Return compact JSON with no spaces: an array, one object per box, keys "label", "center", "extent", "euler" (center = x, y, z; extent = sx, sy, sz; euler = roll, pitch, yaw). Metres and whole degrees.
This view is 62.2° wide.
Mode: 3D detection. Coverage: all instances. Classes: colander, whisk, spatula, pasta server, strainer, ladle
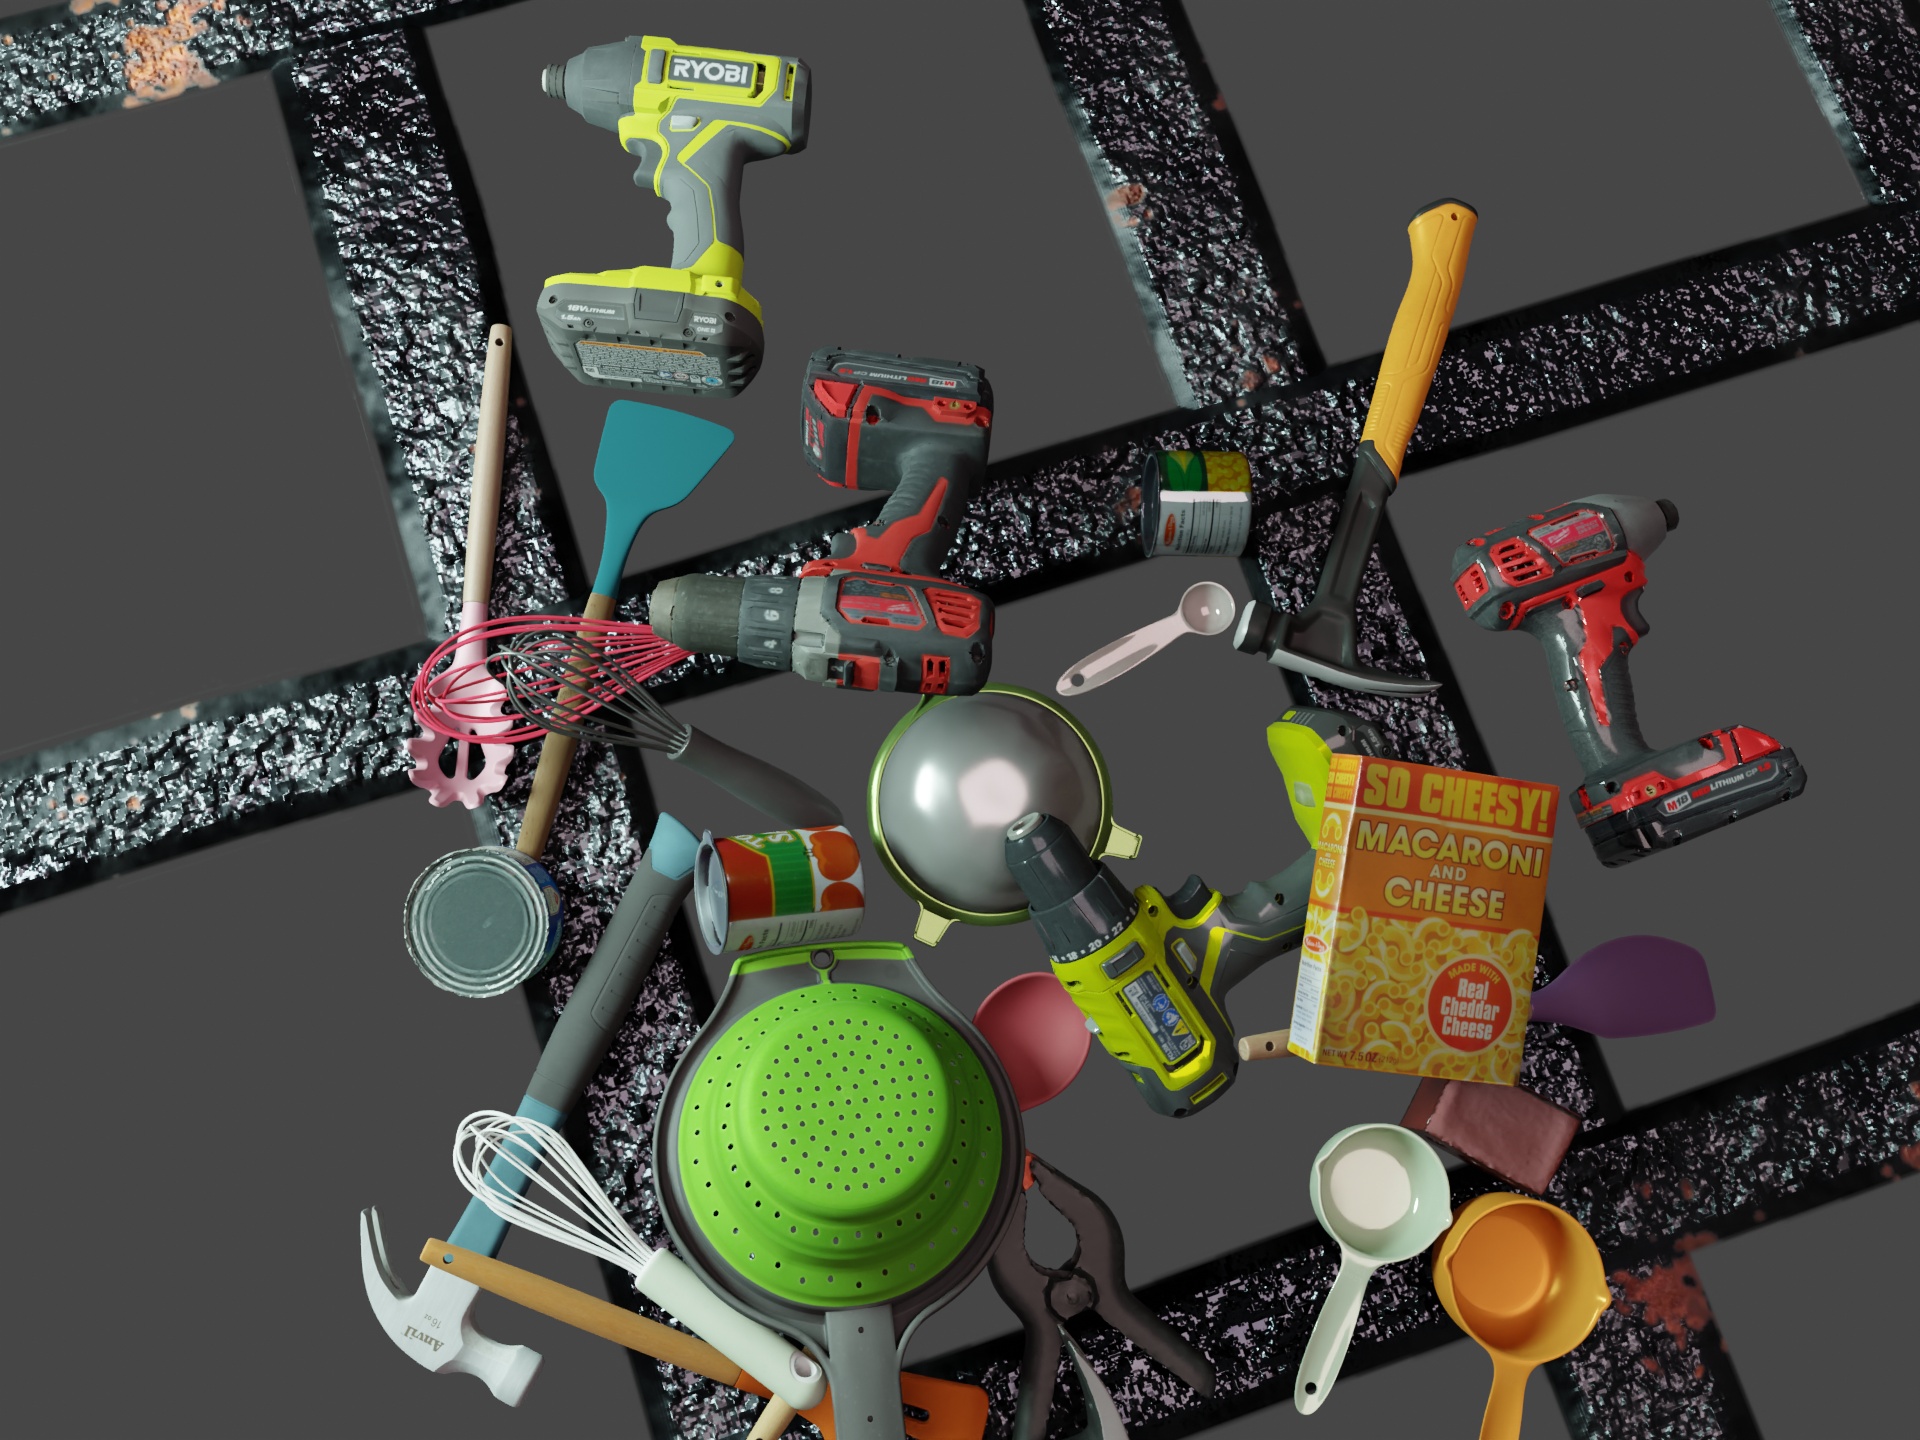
[{"label":"colander","center":[-0.050,0.286,0.803],"extent":[0.204,0.094,0.397],"euler":[-4,62,-9]},{"label":"whisk","center":[-0.171,-0.045,0.930],"extent":[0.296,0.073,0.073],"euler":[-13,79,-9]},{"label":"spatula","center":[0.306,0.168,0.926],"extent":[0.316,0.018,0.060],"euler":[-5,77,-17]},{"label":"pasta server","center":[-0.295,-0.099,0.977],"extent":[0.060,0.040,0.316],"euler":[5,77,-15]},{"label":"spatula","center":[-0.223,-0.049,0.978],"extent":[0.082,0.044,0.317],"euler":[15,83,0]},{"label":"strainer","center":[-0.002,-0.003,0.952],"extent":[0.151,0.069,0.256],"euler":[-23,82,-7]},{"label":"whisk","center":[-0.160,0.014,0.903],"extent":[0.238,0.055,0.055],"euler":[31,76,-32]},{"label":"whisk","center":[-0.174,0.291,0.857],"extent":[0.246,0.058,0.059],"euler":[34,115,9]},{"label":"ladle","center":[-0.026,0.277,0.895],"extent":[0.069,0.031,0.315],"euler":[33,71,10]},{"label":"spatula","center":[-0.143,0.350,0.874],"extent":[0.322,0.041,0.081],"euler":[25,73,-7]}]

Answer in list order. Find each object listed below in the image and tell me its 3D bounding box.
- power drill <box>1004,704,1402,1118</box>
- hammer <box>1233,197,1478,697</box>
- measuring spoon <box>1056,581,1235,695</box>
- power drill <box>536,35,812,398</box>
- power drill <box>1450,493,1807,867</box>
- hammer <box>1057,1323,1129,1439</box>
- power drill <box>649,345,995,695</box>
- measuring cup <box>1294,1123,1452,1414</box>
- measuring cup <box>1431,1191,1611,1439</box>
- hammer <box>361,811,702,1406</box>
[{"label":"power drill","center":[0.151,0.090,0.916],"extent":[0.228,0.080,0.190],"euler":[-35,100,-9]},{"label":"hammer","center":[0.281,-0.181,1.018],"extent":[0.127,0.034,0.337],"euler":[18,78,2]},{"label":"measuring spoon","center":[0.115,-0.047,0.997],"extent":[0.124,0.018,0.034],"euler":[-29,81,-1]},{"label":"power drill","center":[-0.191,-0.327,1.011],"extent":[0.171,0.080,0.223],"euler":[5,74,-2]},{"label":"power drill","center":[0.410,-0.034,0.974],"extent":[0.143,0.078,0.220],"euler":[-21,77,-7]},{"label":"hammer","center":[-0.068,0.416,0.833],"extent":[0.334,0.035,0.146],"euler":[-5,94,-12]},{"label":"power drill","center":[-0.069,-0.113,0.920],"extent":[0.188,0.080,0.227],"euler":[6,52,-1]},{"label":"measuring cup","center":[0.222,0.312,0.913],"extent":[0.083,0.038,0.167],"euler":[23,81,3]},{"label":"measuring cup","center":[0.305,0.355,0.901],"extent":[0.095,0.052,0.174],"euler":[12,84,0]},{"label":"hammer","center":[-0.230,0.209,0.918],"extent":[0.128,0.033,0.331],"euler":[26,78,2]}]
